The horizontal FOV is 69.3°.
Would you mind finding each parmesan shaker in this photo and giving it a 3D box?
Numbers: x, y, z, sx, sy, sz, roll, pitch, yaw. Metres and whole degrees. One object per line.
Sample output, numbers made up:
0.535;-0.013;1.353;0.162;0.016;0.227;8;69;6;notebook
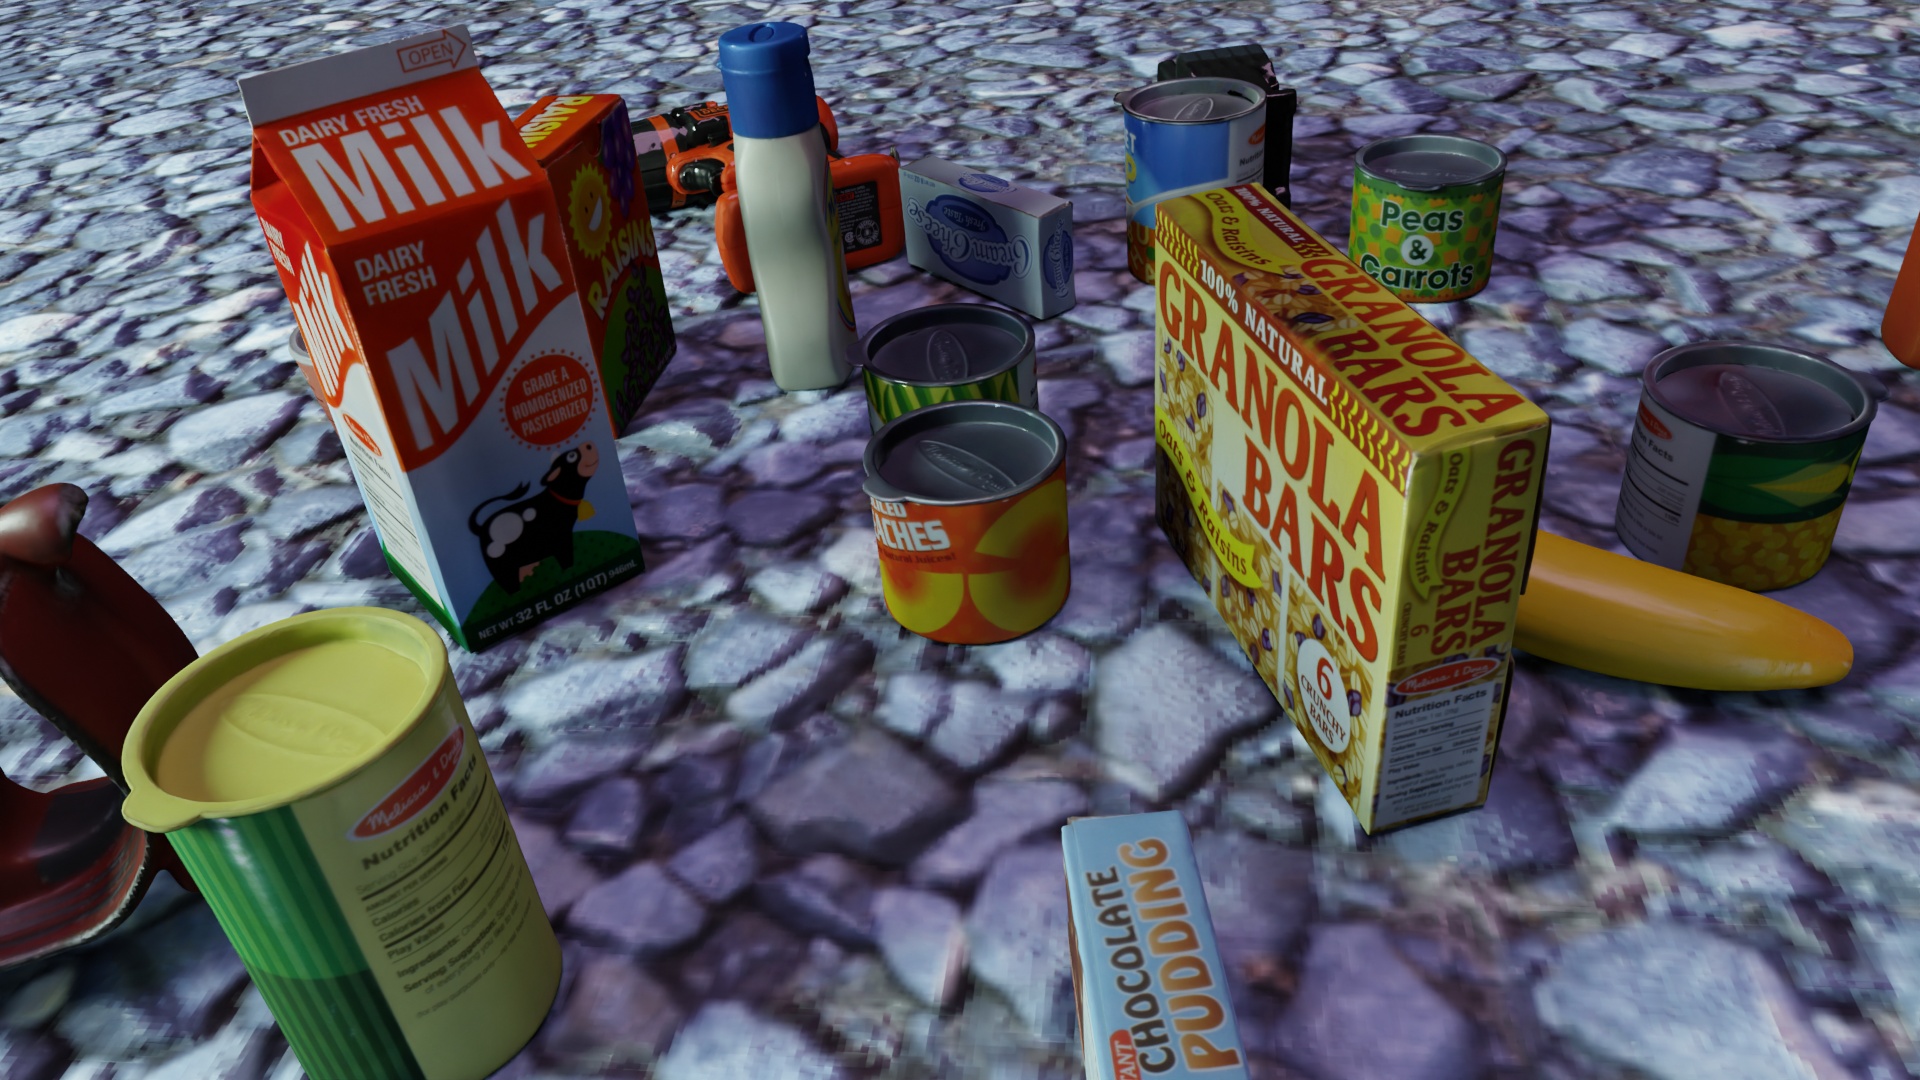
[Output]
-0.141;0.077;0.325;0.071;0.102;0.072;-4;34;3;parmesan shaker

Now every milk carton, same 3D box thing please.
-0.170;-0.066;0.460;0.072;0.189;0.073;-29;41;-30;milk carton

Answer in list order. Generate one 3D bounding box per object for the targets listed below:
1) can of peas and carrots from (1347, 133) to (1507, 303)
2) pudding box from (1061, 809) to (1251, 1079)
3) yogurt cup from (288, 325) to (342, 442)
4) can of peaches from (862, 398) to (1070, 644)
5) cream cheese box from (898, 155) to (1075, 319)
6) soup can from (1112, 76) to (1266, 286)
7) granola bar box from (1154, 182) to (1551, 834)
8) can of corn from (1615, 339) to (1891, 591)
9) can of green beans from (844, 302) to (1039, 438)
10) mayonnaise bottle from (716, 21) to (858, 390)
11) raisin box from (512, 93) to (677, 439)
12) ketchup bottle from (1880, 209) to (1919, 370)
0.213;-0.148;0.639;0.071;0.058;0.071;-4;34;3;can of peas and carrots
0.042;0.106;0.304;0.030;0.049;0.084;-6;34;0;pudding box
-0.244;-0.070;0.596;0.072;0.053;0.073;-4;34;3;yogurt cup
0.002;-0.006;0.464;0.071;0.057;0.071;-4;34;3;can of peaches
0.013;-0.148;0.673;0.024;0.053;0.104;-29;41;-30;cream cheese box
0.109;-0.172;0.667;0.071;0.083;0.072;-4;34;3;soup can
0.103;-0.018;0.409;0.039;0.123;0.166;-12;35;-9;granola bar box
0.257;-0.025;0.455;0.071;0.058;0.071;-4;34;3;can of corn
-0.003;-0.050;0.530;0.071;0.057;0.071;-4;34;3;can of green beans
-0.072;-0.141;0.592;0.041;0.147;0.065;-5;34;1;mayonnaise bottle
-0.162;-0.117;0.591;0.040;0.122;0.086;1;35;10;raisin box
0.392;-0.140;0.523;0.043;0.148;0.065;13;38;25;ketchup bottle
